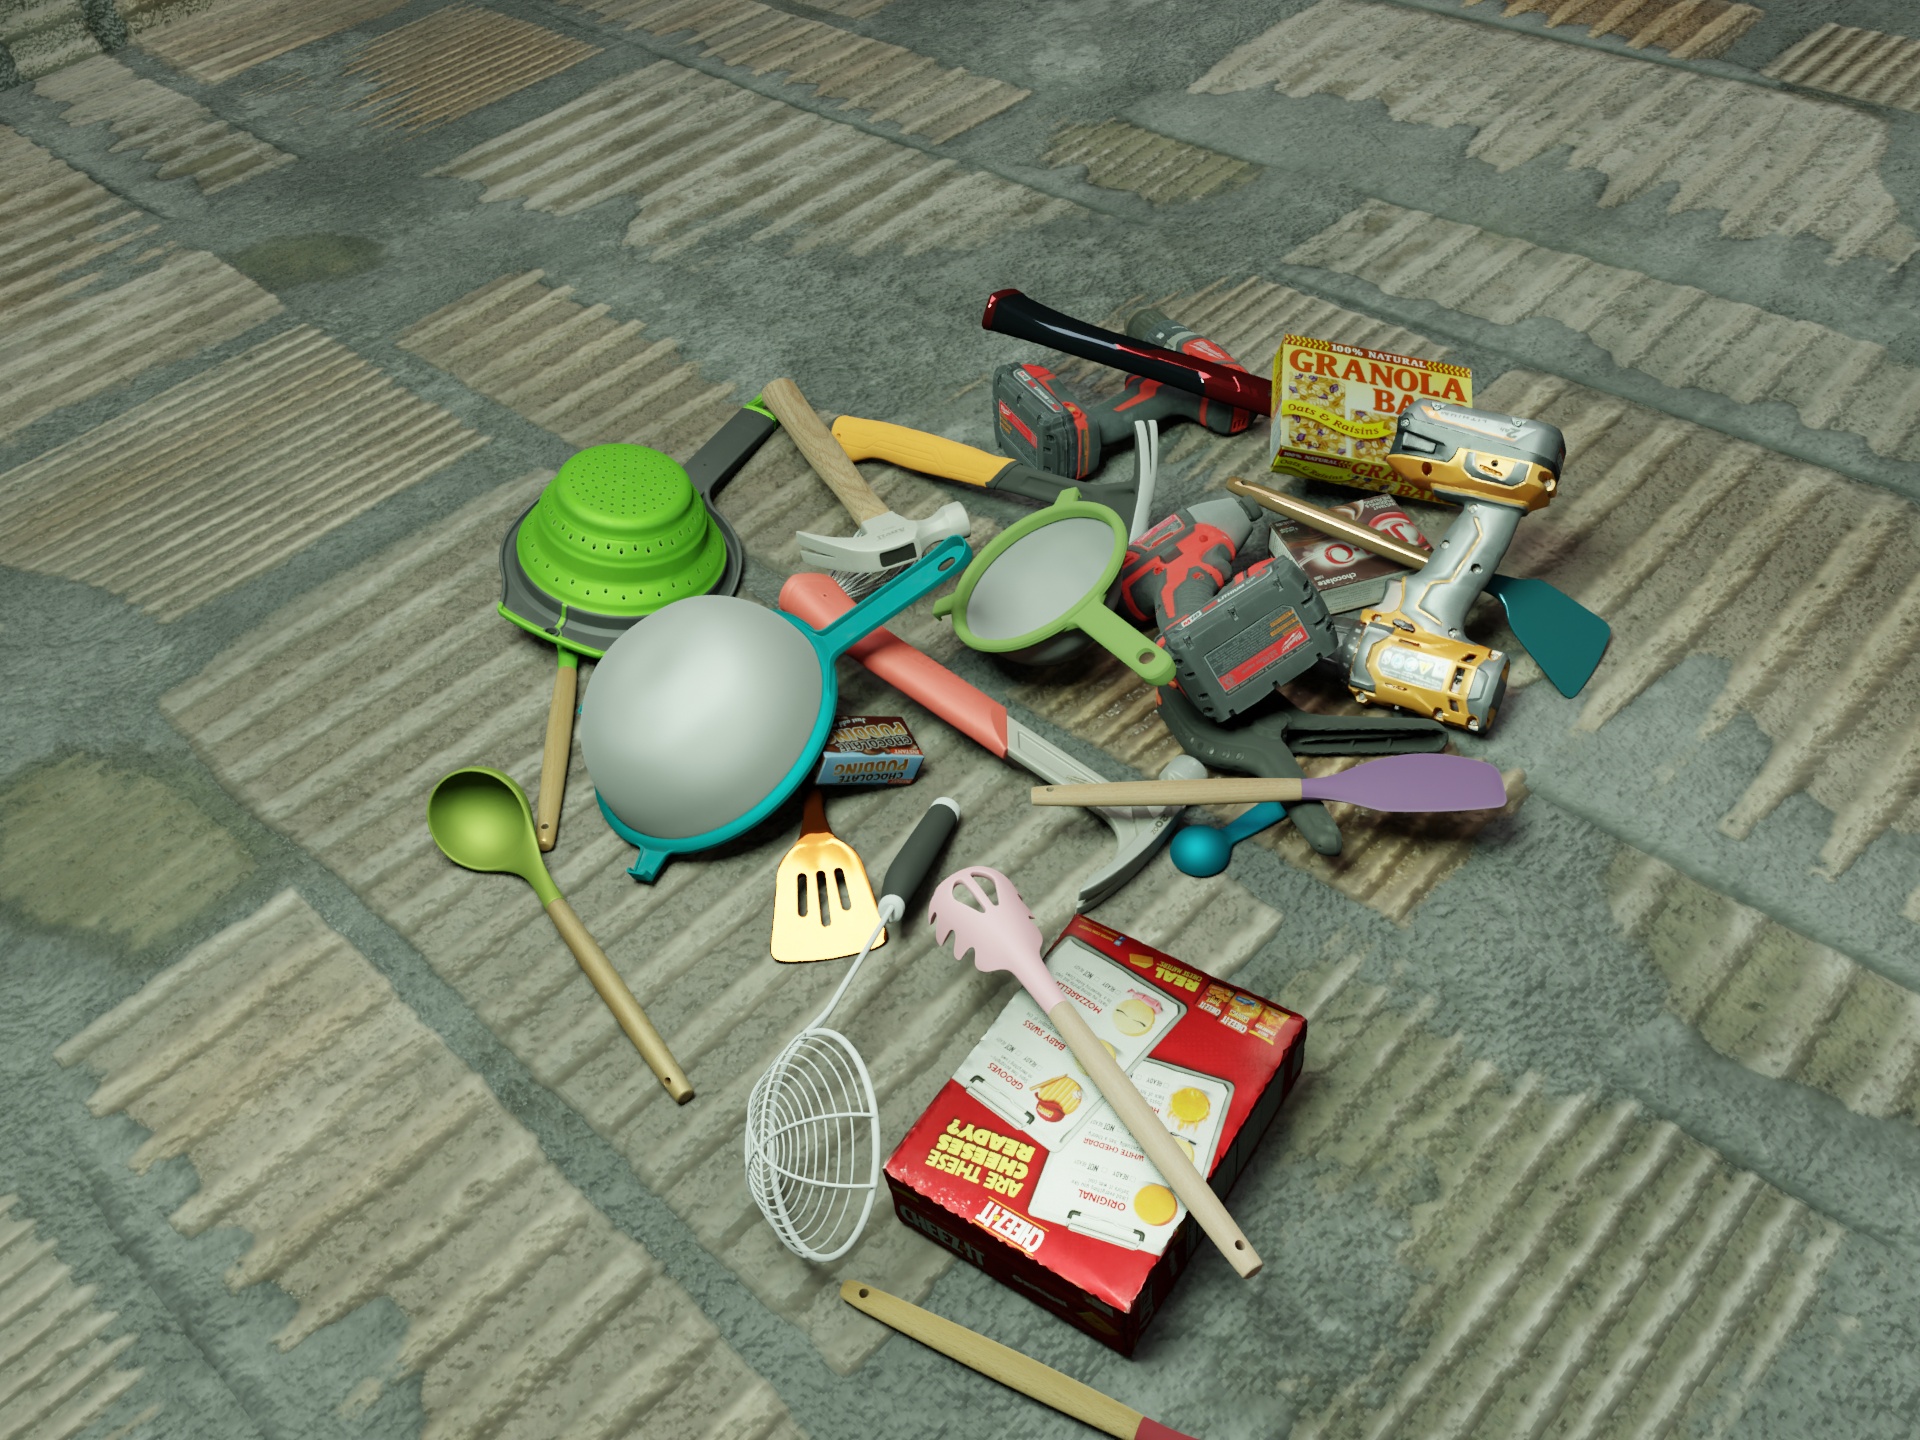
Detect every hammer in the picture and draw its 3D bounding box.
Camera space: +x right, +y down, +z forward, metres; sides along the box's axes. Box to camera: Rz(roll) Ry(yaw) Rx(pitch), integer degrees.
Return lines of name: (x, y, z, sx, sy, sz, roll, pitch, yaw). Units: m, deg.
hammer: (-0.113, -0.222, 1.388, 0.130, 0.031, 0.332, -22, 40, -12)
hammer: (0.202, -0.289, 1.384, 0.386, 0.038, 0.143, 17, 60, 0)
hammer: (0.019, -0.229, 1.395, 0.337, 0.127, 0.034, 20, 23, 32)
hammer: (-0.002, -0.004, 1.179, 0.359, 0.036, 0.149, 34, 56, 23)

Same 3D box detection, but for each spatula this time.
spatula: (0.206, 0.046, 1.084, 0.316, 0.018, 0.060, -2, 38, 7)
spatula: (-0.113, 0.044, 1.191, 0.081, 0.041, 0.323, -8, 41, -4)
spatula: (0.350, -0.121, 1.250, 0.318, 0.044, 0.082, 27, 61, 22)

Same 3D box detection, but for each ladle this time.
ladle: (-0.275, 0.144, 1.089, 0.062, 0.078, 0.320, 12, 27, -51)
ladle: (0.070, 0.365, 0.843, 0.315, 0.031, 0.069, 17, 47, 25)

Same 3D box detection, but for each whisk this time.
whisk: (-0.112, -0.099, 1.306, 0.246, 0.059, 0.058, -44, 10, -36)

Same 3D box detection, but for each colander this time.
colander: (-0.252, -0.216, 1.394, 0.204, 0.094, 0.397, 23, 46, 9)

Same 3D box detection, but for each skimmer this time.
skimmer: (-0.042, 0.174, 1.013, 0.090, 0.127, 0.363, 35, 36, -2)

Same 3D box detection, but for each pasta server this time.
pasta server: (0.072, 0.191, 0.917, 0.060, 0.040, 0.317, -27, 51, -16)

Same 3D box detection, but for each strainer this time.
strainer: (-0.150, -0.051, 1.152, 0.340, 0.095, 0.211, -34, 49, 7)
strainer: (0.095, -0.070, 1.175, 0.151, 0.069, 0.257, -42, 37, -3)

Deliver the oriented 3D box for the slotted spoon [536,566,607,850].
slotted spoon: (-0.321, -0.020, 1.277, 0.070, 0.031, 0.314, -3, 47, -4)

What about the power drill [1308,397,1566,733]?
power drill: (0.337, -0.120, 1.191, 0.185, 0.084, 0.226, 18, 91, 25)

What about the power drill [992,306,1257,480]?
power drill: (0.142, -0.310, 1.476, 0.226, 0.080, 0.188, -21, 47, -17)

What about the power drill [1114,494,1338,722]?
power drill: (0.192, -0.099, 1.203, 0.143, 0.078, 0.220, -33, 27, 5)

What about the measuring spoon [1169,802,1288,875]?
measuring spoon: (0.203, 0.068, 1.125, 0.128, 0.021, 0.042, -28, 48, -20)
